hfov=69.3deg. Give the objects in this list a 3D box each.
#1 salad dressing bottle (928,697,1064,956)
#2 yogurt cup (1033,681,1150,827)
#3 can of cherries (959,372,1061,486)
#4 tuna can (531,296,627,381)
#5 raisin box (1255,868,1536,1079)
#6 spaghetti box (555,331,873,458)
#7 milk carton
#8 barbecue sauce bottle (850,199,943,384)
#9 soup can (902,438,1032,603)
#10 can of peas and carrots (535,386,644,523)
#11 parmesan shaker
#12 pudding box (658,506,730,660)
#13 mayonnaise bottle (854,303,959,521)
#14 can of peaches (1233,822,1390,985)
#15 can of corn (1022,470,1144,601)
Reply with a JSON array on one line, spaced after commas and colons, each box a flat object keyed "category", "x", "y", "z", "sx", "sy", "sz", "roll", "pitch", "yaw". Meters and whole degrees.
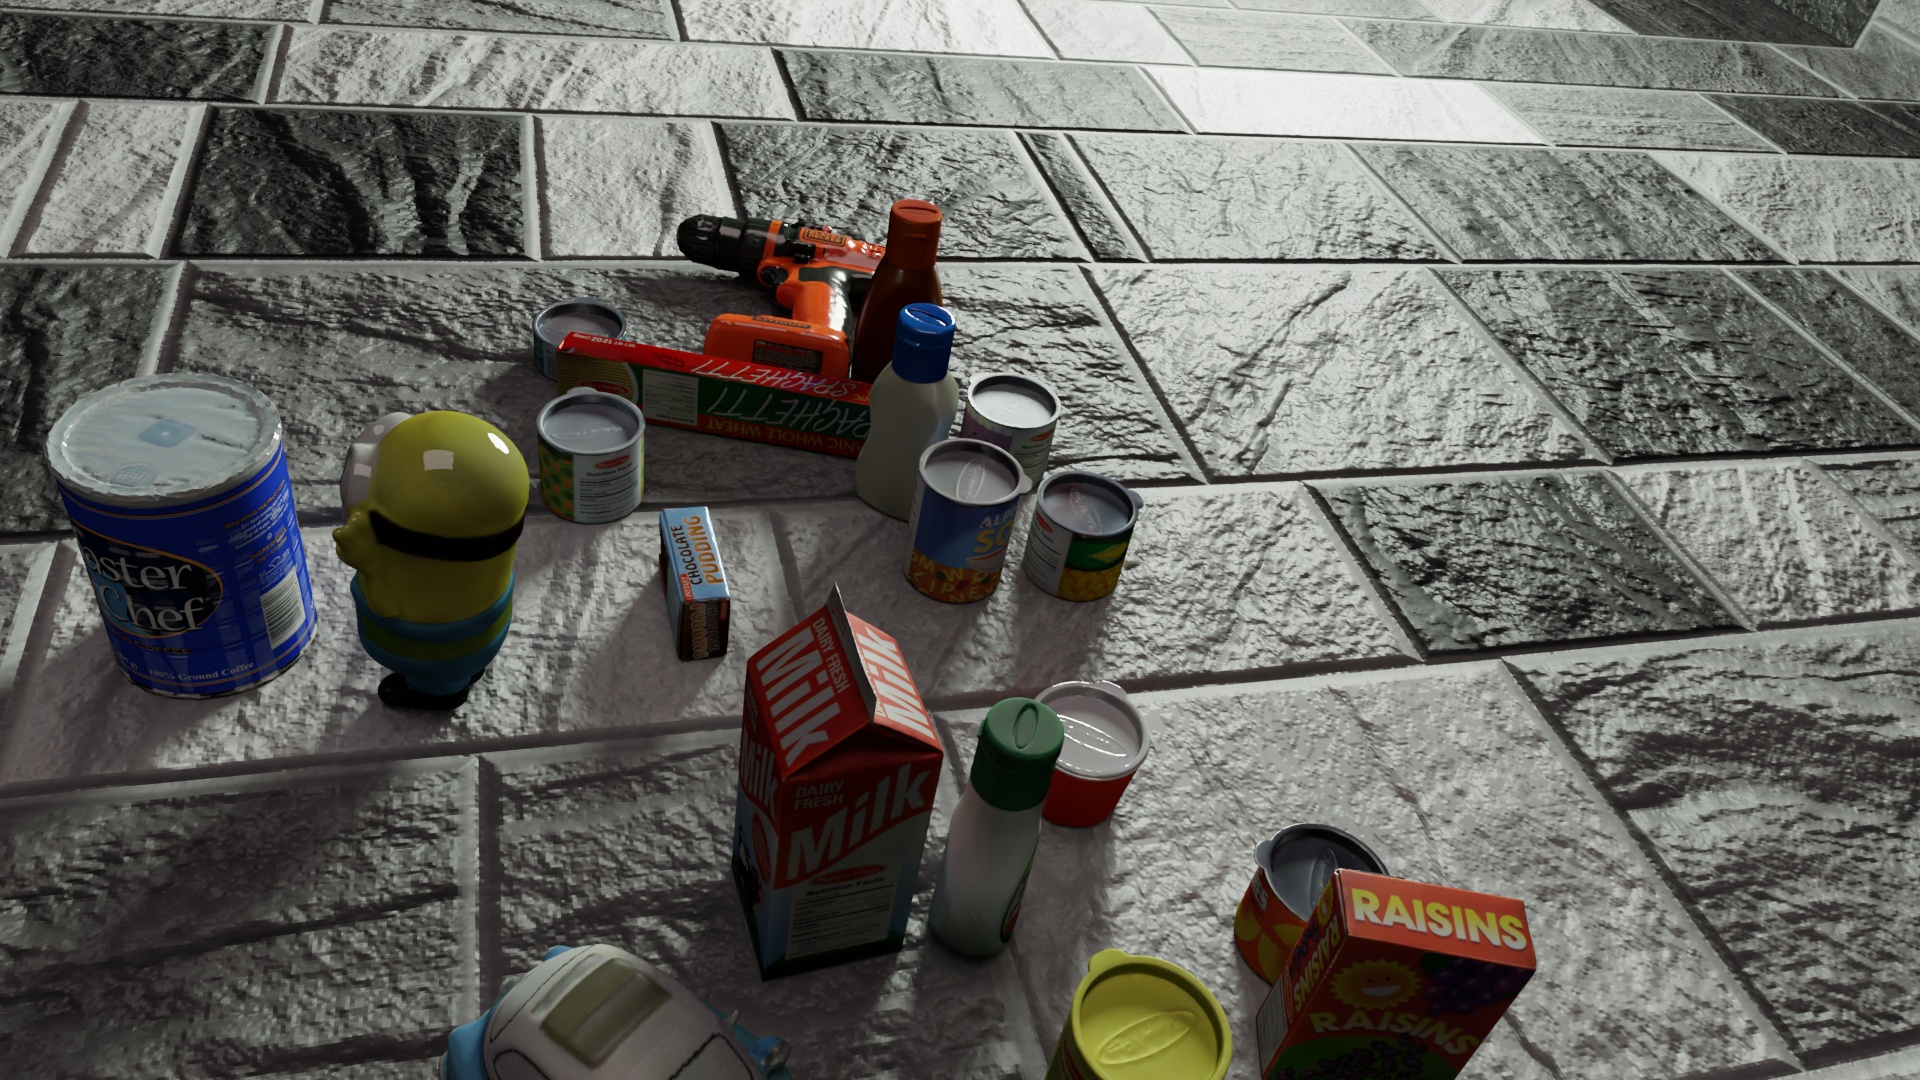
[{"category": "salad dressing bottle", "x": 0.017, "y": 0.137, "z": 0.655, "sx": 0.044, "sy": 0.146, "sz": 0.064, "roll": 16, "pitch": 40, "yaw": 5}, {"category": "yogurt cup", "x": 0.065, "y": 0.120, "z": 0.760, "sx": 0.072, "sy": 0.053, "sz": 0.073, "roll": 7, "pitch": 40, "yaw": -6}, {"category": "can of cherries", "x": 0.031, "y": -0.078, "z": 0.980, "sx": 0.071, "sy": 0.058, "sz": 0.072, "roll": 7, "pitch": 40, "yaw": -6}, {"category": "tuna can", "x": -0.275, "y": -0.144, "z": 1.005, "sx": 0.071, "sy": 0.032, "sz": 0.071, "roll": 7, "pitch": 40, "yaw": -6}, {"category": "raisin box", "x": 0.195, "y": 0.207, "z": 0.634, "sx": 0.086, "sy": 0.122, "sz": 0.040, "roll": 11, "pitch": 40, "yaw": -1}, {"category": "spaghetti box", "x": -0.153, "y": -0.097, "z": 0.966, "sx": 0.250, "sy": 0.049, "sz": 0.029, "roll": 9, "pitch": 40, "yaw": -2}, {"category": "milk carton", "x": -0.058, "y": 0.112, "z": 0.634, "sx": 0.073, "sy": 0.189, "sz": 0.072, "roll": -6, "pitch": 43, "yaw": -20}, {"category": "barbecue sauce bottle", "x": -0.041, "y": -0.171, "z": 1.003, "sx": 0.065, "sy": 0.147, "sz": 0.044, "roll": 3, "pitch": 41, "yaw": -10}, {"category": "soup can", "x": 0.003, "y": -0.011, "z": 0.875, "sx": 0.071, "sy": 0.083, "sz": 0.072, "roll": 7, "pitch": 40, "yaw": -6}, {"category": "can of peas and carrots", "x": -0.237, "y": -0.054, "z": 0.889, "sx": 0.071, "sy": 0.058, "sz": 0.071, "roll": 7, "pitch": 40, "yaw": -6}, {"category": "parmesan shaker", "x": 0.068, "y": 0.232, "z": 0.591, "sx": 0.071, "sy": 0.102, "sz": 0.072, "roll": 7, "pitch": 40, "yaw": -6}, {"category": "pudding box", "x": -0.158, "y": 0.024, "z": 0.822, "sx": 0.030, "sy": 0.049, "sz": 0.084, "roll": -5, "pitch": 43, "yaw": -19}, {"category": "mayonnaise bottle", "x": -0.031, "y": -0.082, "z": 0.901, "sx": 0.065, "sy": 0.147, "sz": 0.041, "roll": 24, "pitch": 41, "yaw": 15}, {"category": "can of peaches", "x": 0.175, "y": 0.186, "z": 0.704, "sx": 0.071, "sy": 0.057, "sz": 0.071, "roll": 7, "pitch": 40, "yaw": -6}, {"category": "can of corn", "x": 0.080, "y": -0.003, "z": 0.904, "sx": 0.071, "sy": 0.058, "sz": 0.071, "roll": 7, "pitch": 40, "yaw": -6}]
